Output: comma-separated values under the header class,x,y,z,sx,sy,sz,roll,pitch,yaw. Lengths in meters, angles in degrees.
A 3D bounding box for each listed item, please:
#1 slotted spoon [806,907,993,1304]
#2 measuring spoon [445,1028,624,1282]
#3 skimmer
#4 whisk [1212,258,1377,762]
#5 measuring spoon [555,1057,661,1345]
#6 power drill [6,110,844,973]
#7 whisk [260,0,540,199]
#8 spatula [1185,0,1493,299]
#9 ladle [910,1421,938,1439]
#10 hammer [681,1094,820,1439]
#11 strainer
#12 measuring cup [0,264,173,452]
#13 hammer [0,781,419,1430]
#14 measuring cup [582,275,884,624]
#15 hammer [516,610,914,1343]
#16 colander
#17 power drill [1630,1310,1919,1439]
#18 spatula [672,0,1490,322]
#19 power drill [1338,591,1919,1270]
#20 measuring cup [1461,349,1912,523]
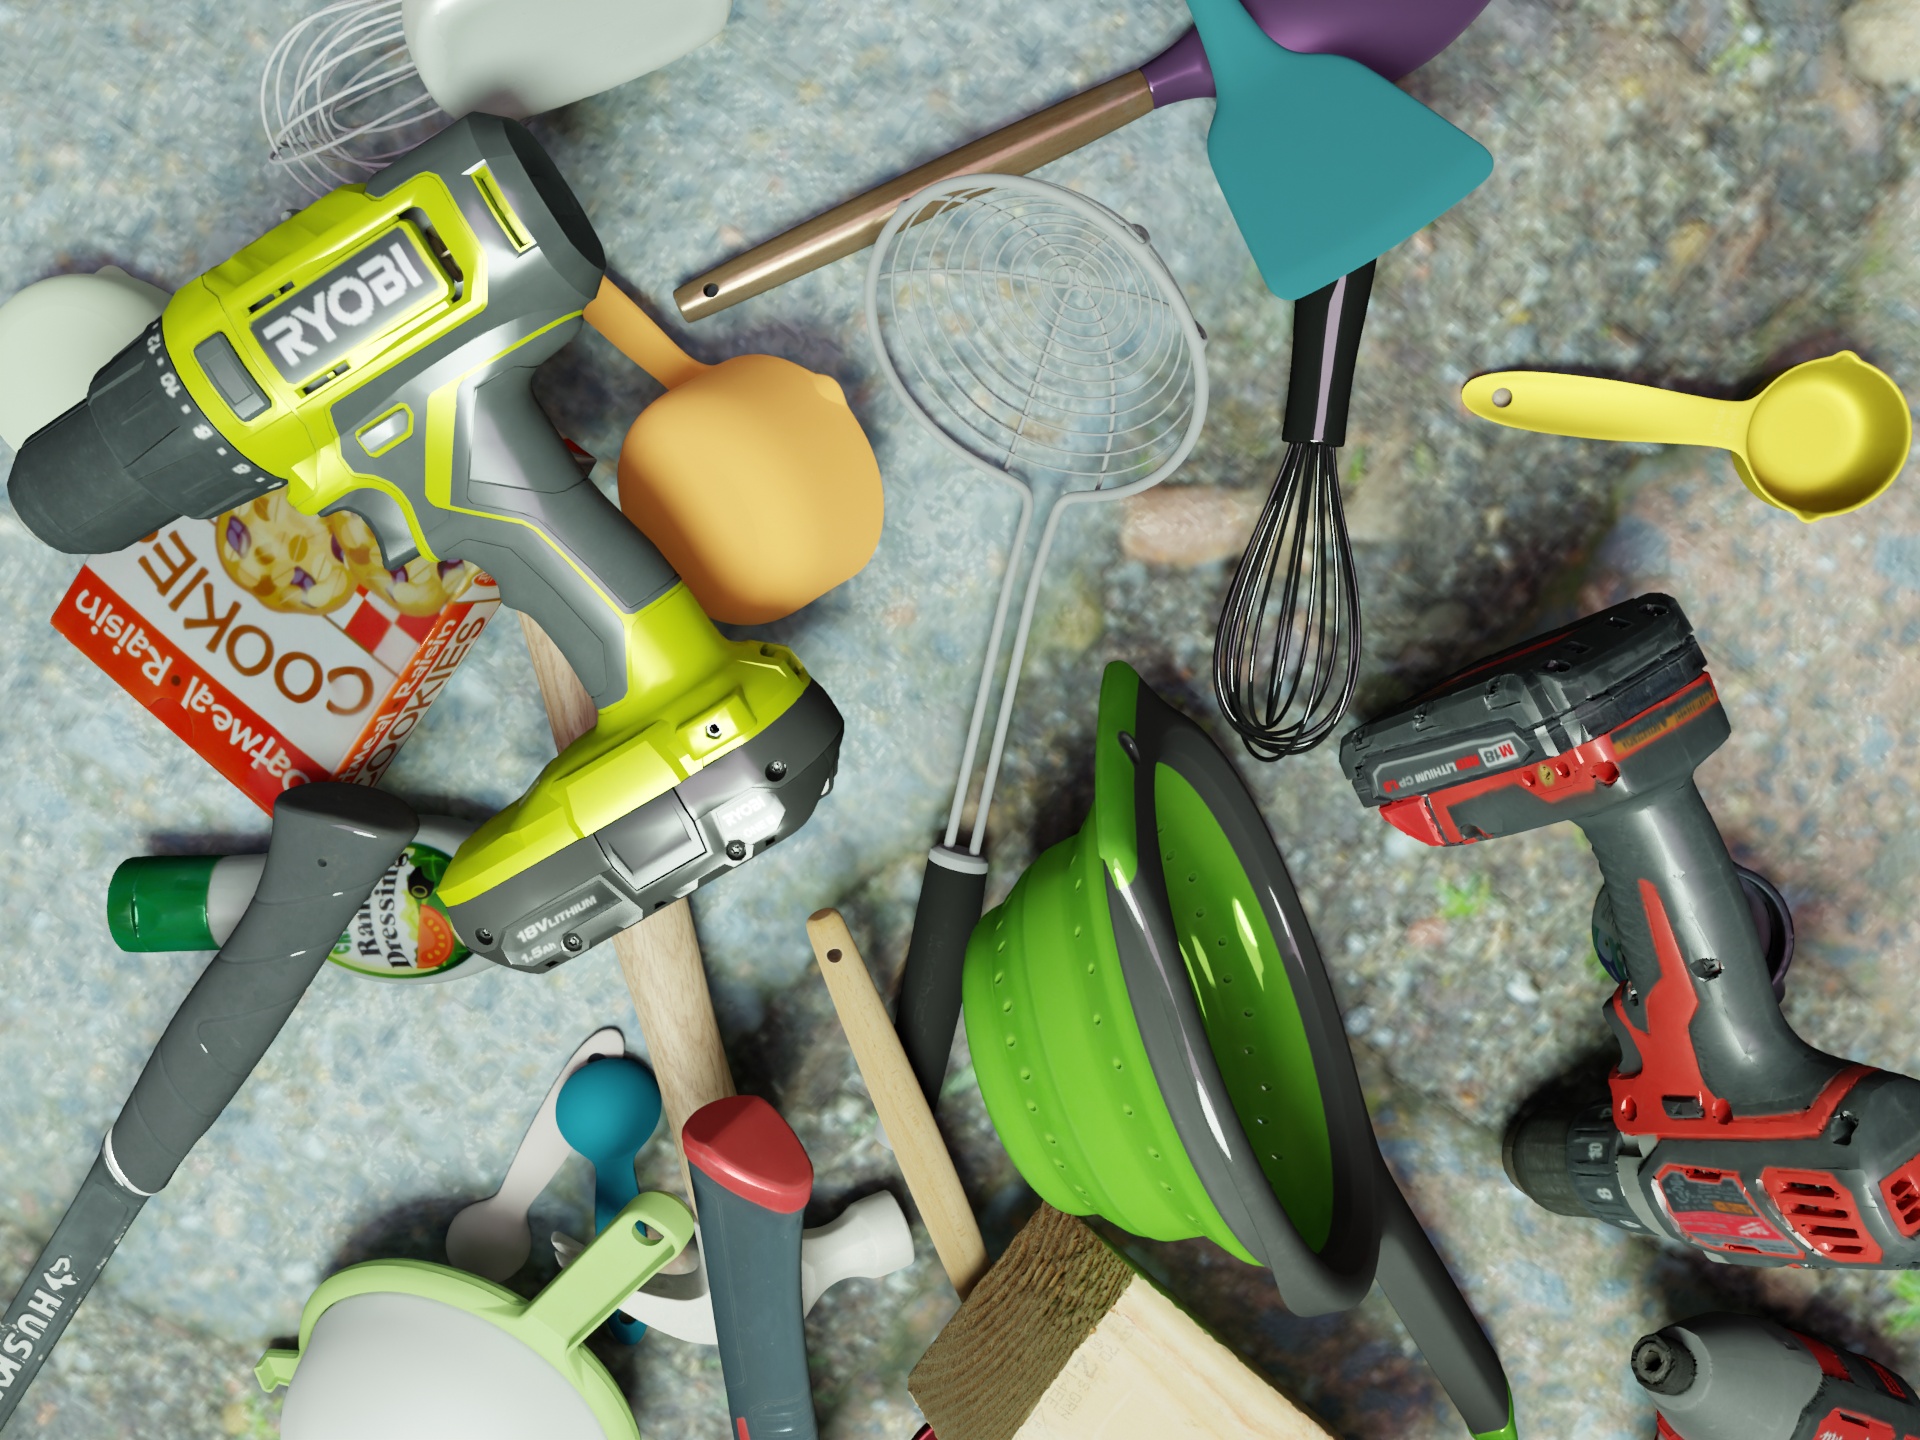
class,x,y,z,sx,sy,sz,roll,pitch,yaw
slotted spoon,0.003,0.208,0.625,0.070,0.031,0.313,-21,109,0
measuring spoon,-0.170,0.177,0.639,0.034,0.018,0.124,31,98,-7
skimmer,-0.001,-0.002,0.570,0.127,0.090,0.363,17,104,21
whisk,0.128,-0.102,0.576,0.055,0.055,0.239,6,98,-2
measuring spoon,-0.136,0.198,0.638,0.042,0.021,0.128,-7,104,-19
power drill,-0.159,-0.041,0.494,0.190,0.080,0.228,-30,104,7
whisk,-0.106,-0.253,0.539,0.284,0.070,0.070,-26,101,-1
spatula,0.059,-0.291,0.526,0.082,0.044,0.317,-32,94,6
ladle,0.121,0.315,0.646,0.315,0.031,0.069,13,98,-14
hammer,-0.076,0.318,0.610,0.143,0.038,0.386,4,110,28
strainer,-0.173,0.252,0.577,0.151,0.069,0.256,39,124,-5
measuring cup,-0.353,-0.122,0.564,0.167,0.038,0.083,1,101,-3
hammer,-0.313,0.181,0.596,0.149,0.036,0.409,35,109,-10
measuring cup,-0.107,-0.105,0.552,0.173,0.052,0.095,43,136,4
hammer,-0.119,0.079,0.602,0.130,0.031,0.331,-17,98,-19
colander,0.103,0.166,0.585,0.094,0.205,0.396,-21,120,20
power drill,0.282,0.338,0.638,0.143,0.079,0.219,25,97,-25
spatula,0.043,-0.211,0.565,0.316,0.018,0.059,-24,100,3
power drill,0.228,0.086,0.568,0.080,0.188,0.227,-26,87,-24
measuring cup,0.265,-0.112,0.591,0.156,0.029,0.062,9,101,9
